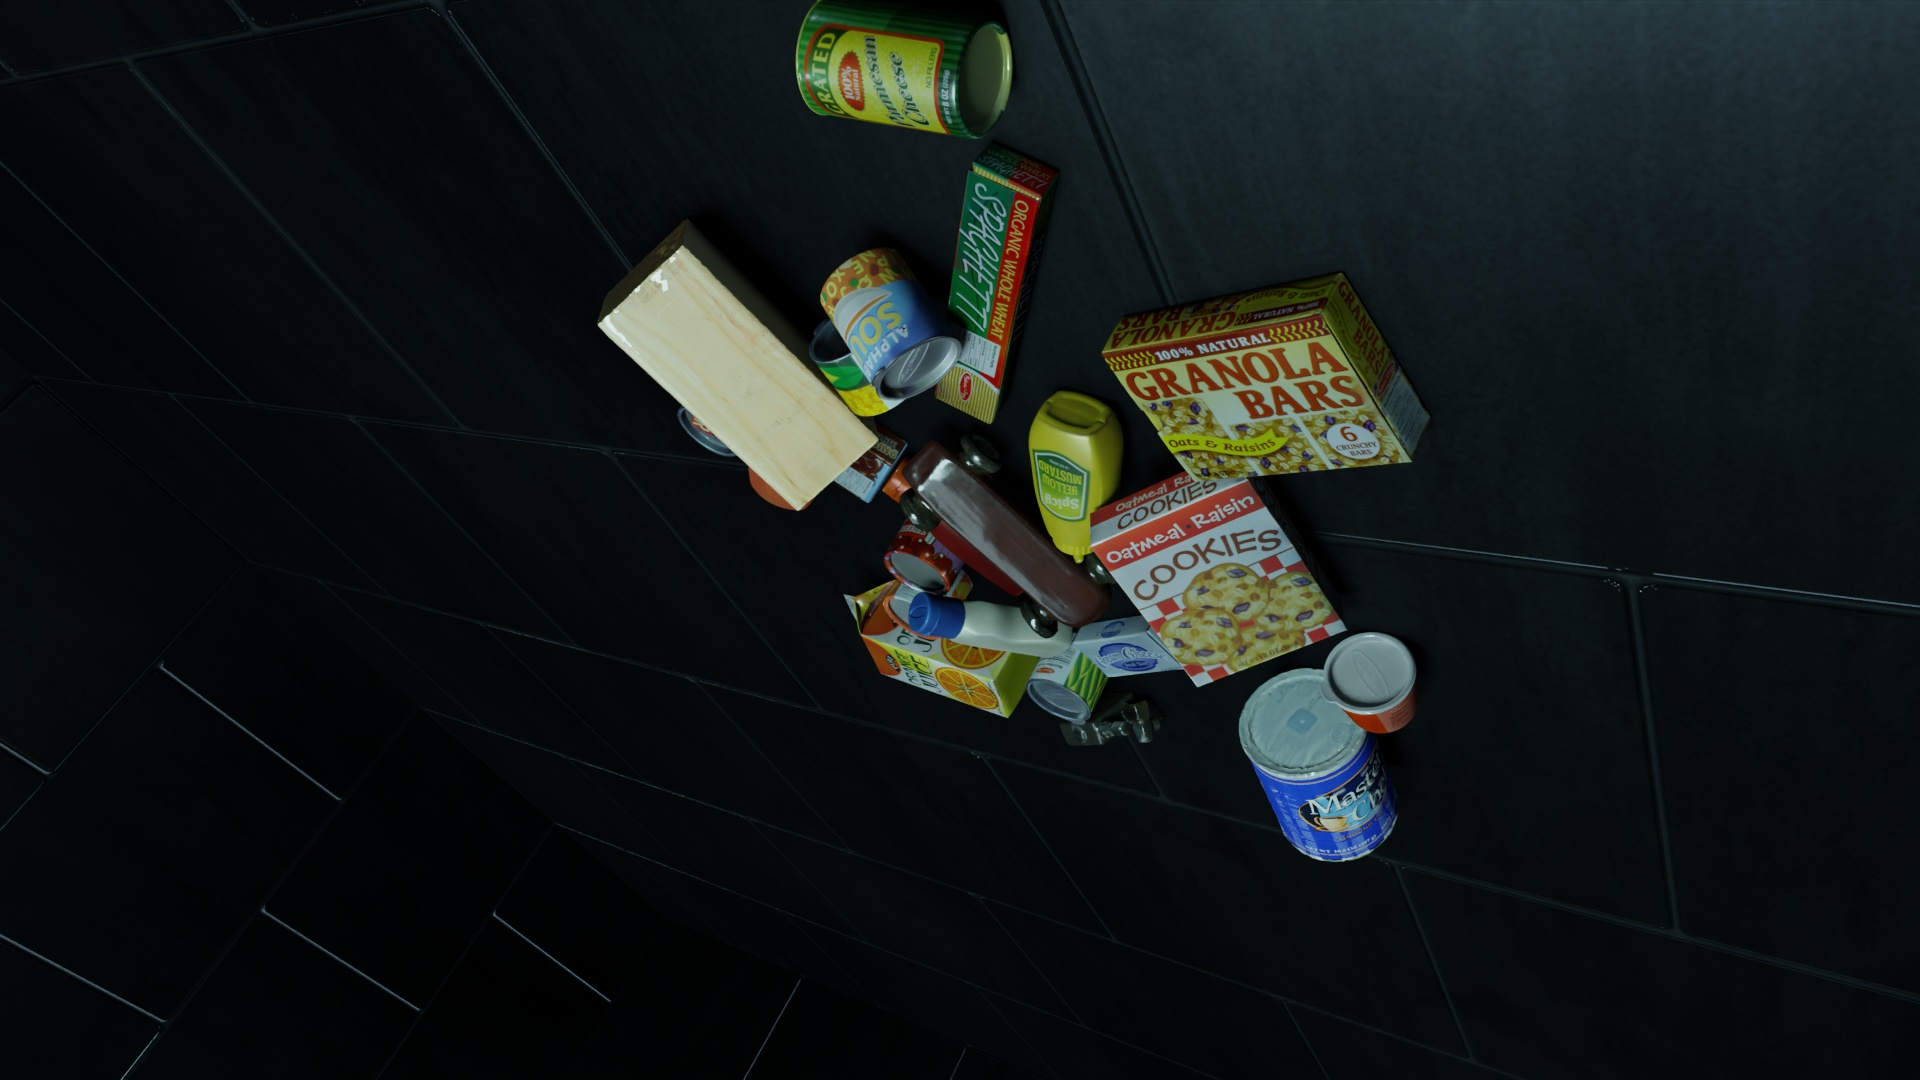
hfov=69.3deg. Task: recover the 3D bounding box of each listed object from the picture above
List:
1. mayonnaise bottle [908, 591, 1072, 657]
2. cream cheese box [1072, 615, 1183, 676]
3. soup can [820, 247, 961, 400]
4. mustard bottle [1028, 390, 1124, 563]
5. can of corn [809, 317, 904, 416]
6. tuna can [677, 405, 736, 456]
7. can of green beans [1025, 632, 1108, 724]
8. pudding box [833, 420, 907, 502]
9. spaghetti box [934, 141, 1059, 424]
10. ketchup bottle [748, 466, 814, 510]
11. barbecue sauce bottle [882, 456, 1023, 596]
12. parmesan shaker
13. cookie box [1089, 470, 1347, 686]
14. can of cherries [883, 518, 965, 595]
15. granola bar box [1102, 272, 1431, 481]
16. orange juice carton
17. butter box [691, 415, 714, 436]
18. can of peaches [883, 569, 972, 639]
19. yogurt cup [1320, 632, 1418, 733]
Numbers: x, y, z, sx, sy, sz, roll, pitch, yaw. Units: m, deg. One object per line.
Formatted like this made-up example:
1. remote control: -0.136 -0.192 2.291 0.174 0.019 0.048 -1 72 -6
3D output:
1. mayonnaise bottle: 0.025 0.075 1.235 0.148 0.041 0.064 12 163 -31
2. cream cheese box: 0.151 0.094 1.228 0.053 0.024 0.103 43 150 -21
3. soup can: -0.050 -0.147 0.947 0.084 0.071 0.071 57 159 19
4. mustard bottle: 0.087 -0.035 1.031 0.065 0.049 0.159 23 142 28
5. can of corn: -0.070 -0.135 1.028 0.071 0.071 0.058 4 142 41
6. tuna can: -0.216 -0.109 1.250 0.071 0.033 0.070 24 152 14
7. can of green beans: 0.103 0.126 1.293 0.071 0.058 0.071 24 151 14
8. pudding box: -0.082 -0.069 1.185 0.049 0.030 0.083 34 152 -2
9. spaghetti box: 0.020 -0.163 0.930 0.050 0.029 0.248 27 152 8
10. ketchup bottle: -0.157 -0.084 1.221 0.065 0.044 0.148 26 152 10
11. barbecue sauce bottle: 0.004 -0.015 1.175 0.148 0.044 0.064 35 139 -5
12. parmesan shaker: -0.031 -0.266 0.773 0.103 0.071 0.071 17 149 25
13. cookie box: 0.186 0.022 1.004 0.122 0.040 0.167 -25 125 23
14. can of cherries: -0.028 0.006 1.224 0.071 0.058 0.071 24 152 14
15. granola bar box: 0.187 -0.096 0.865 0.165 0.039 0.124 -4 136 47
16. orange juice carton: -0.026 0.099 1.361 0.193 0.073 0.071 16 149 27
17. butter box: -0.198 -0.133 1.171 0.024 0.053 0.103 31 153 -4
18. can of peaches: -0.031 0.053 1.305 0.071 0.058 0.071 23 151 14
19. yogurt cup: 0.315 0.111 1.054 0.072 0.072 0.053 10 153 35
